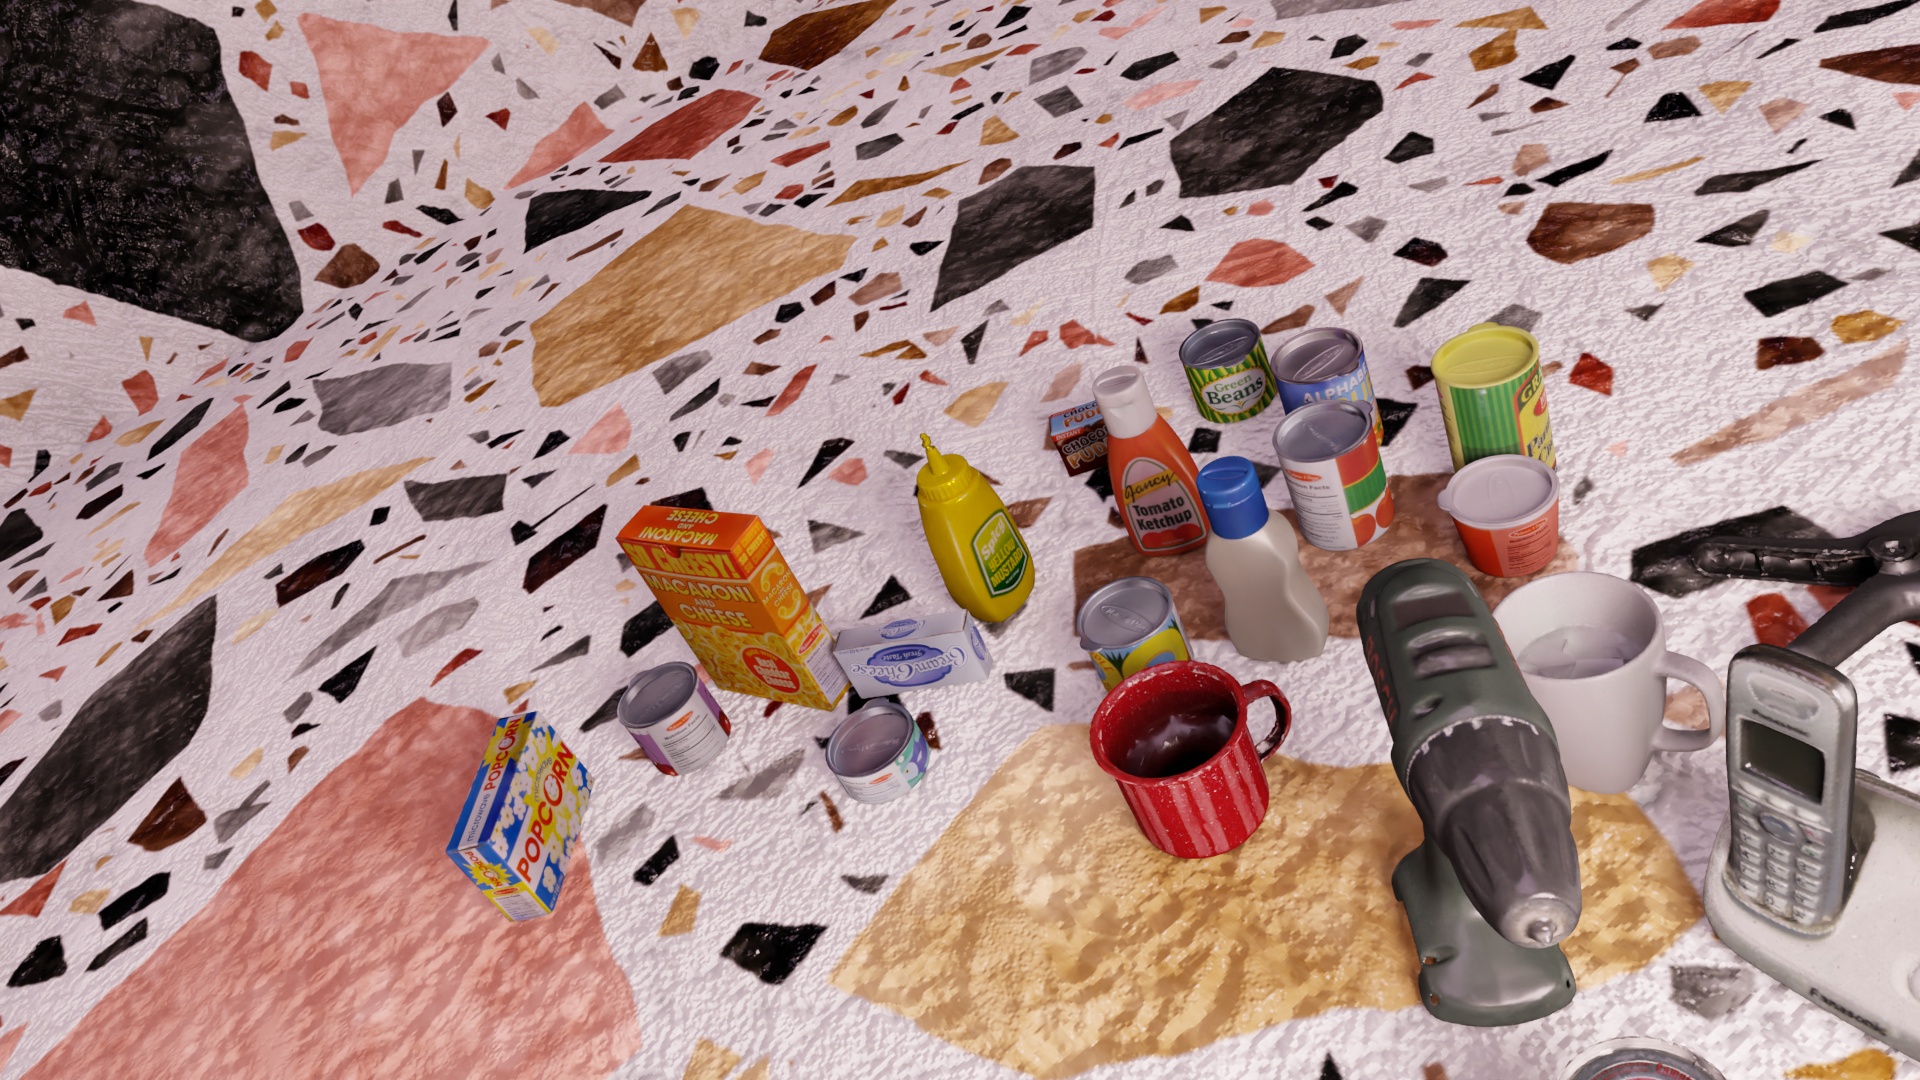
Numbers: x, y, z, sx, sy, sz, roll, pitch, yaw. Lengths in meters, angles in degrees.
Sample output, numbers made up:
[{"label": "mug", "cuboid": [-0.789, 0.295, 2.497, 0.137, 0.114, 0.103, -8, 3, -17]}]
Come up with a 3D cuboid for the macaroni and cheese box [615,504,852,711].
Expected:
[{"label": "macaroni and cheese box", "cuboid": [-0.165, 0.051, 1.028, 0.123, 0.165, 0.040, 5, 46, 37]}]

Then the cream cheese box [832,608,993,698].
[{"label": "cream cheese box", "cuboid": [-0.034, 0.083, 1.002, 0.103, 0.053, 0.024, -11, 38, 21]}]

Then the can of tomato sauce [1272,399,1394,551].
[{"label": "can of tomato sauce", "cuboid": [0.258, -0.045, 0.953, 0.071, 0.082, 0.071, -17, 36, 13]}]

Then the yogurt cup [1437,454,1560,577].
[{"label": "yogurt cup", "cuboid": [0.347, -0.014, 0.881, 0.072, 0.053, 0.073, -17, 36, 13]}]

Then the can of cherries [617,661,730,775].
[{"label": "can of cherries", "cuboid": [-0.216, 0.133, 1.049, 0.071, 0.058, 0.072, -17, 36, 13]}]

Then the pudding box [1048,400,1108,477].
[{"label": "pudding box", "cuboid": [0.119, -0.089, 1.127, 0.083, 0.049, 0.030, -18, 36, 13]}]

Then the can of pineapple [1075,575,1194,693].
[{"label": "can of pineapple", "cuboid": [0.115, 0.067, 0.922, 0.071, 0.057, 0.071, -17, 36, 13]}]

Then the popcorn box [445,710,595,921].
[{"label": "popcorn box", "cuboid": [-0.316, 0.198, 1.007, 0.038, 0.085, 0.127, -16, 36, 15]}]

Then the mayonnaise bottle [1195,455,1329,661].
[{"label": "mayonnaise bottle", "cuboid": [0.185, 0.014, 0.868, 0.064, 0.147, 0.041, -2, 42, 31]}]

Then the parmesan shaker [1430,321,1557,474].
[{"label": "parmesan shaker", "cuboid": [0.356, -0.083, 0.921, 0.071, 0.102, 0.072, -17, 36, 13]}]

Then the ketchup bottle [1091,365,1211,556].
[{"label": "ketchup bottle", "cuboid": [0.133, -0.056, 0.989, 0.064, 0.148, 0.044, -13, 37, 19]}]

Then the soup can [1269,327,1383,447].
[{"label": "soup can", "cuboid": [0.271, -0.102, 1.016, 0.071, 0.083, 0.072, -17, 36, 13]}]

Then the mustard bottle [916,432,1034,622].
[{"label": "mustard bottle", "cuboid": [0.004, -0.013, 1.006, 0.049, 0.159, 0.065, 12, 50, 42]}]

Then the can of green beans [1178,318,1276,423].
[{"label": "can of green beans", "cuboid": [0.215, -0.136, 1.117, 0.071, 0.057, 0.071, -17, 36, 13]}]

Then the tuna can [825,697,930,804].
[{"label": "tuna can", "cuboid": [-0.056, 0.145, 0.955, 0.071, 0.032, 0.071, -17, 36, 13]}]
